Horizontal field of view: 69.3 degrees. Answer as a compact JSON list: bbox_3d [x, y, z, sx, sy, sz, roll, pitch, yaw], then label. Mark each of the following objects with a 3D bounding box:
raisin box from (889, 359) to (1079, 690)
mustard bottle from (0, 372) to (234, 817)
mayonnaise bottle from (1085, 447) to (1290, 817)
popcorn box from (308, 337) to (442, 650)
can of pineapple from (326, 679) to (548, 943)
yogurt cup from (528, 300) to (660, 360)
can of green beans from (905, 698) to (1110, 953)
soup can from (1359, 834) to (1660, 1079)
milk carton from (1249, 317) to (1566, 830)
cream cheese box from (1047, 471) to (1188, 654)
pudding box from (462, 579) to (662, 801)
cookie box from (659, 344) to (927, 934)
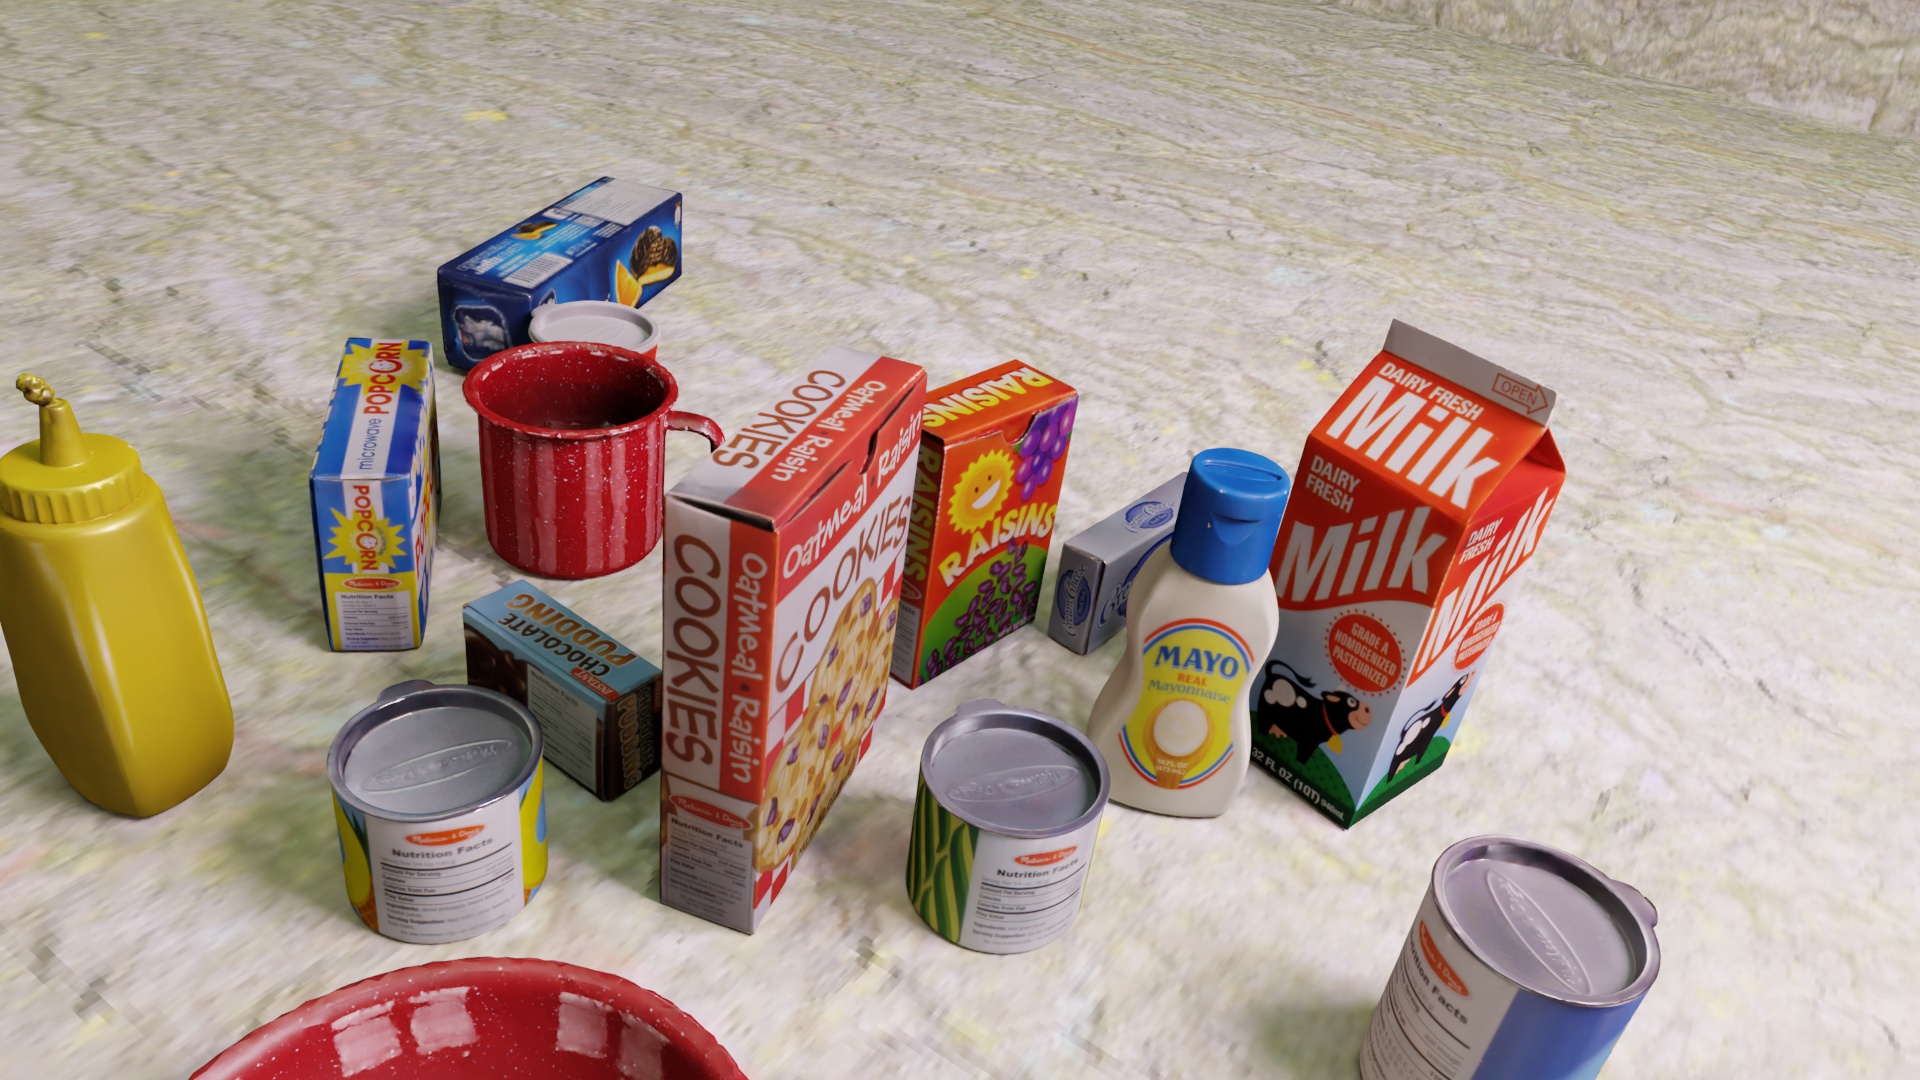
[{"bbox_3d":[0.002,-0.008,0.600,0.040,0.122,0.086,31,38,32],"label":"raisin box"},{"bbox_3d":[-0.283,0.017,0.458,0.065,0.159,0.049,21,34,20],"label":"mustard bottle"},{"bbox_3d":[0.089,0.037,0.526,0.065,0.147,0.041,11,32,3],"label":"mayonnaise bottle"},{"bbox_3d":[-0.249,-0.023,0.600,0.038,0.084,0.127,-1,33,-16],"label":"popcorn box"},{"bbox_3d":[-0.173,0.090,0.465,0.071,0.057,0.071,6,32,-4],"label":"can of pineapple"},{"bbox_3d":[-0.197,-0.092,0.751,0.072,0.053,0.073,6,32,-4],"label":"yogurt cup"},{"bbox_3d":[0.016,0.102,0.491,0.071,0.057,0.071,6,32,-4],"label":"can of green beans"},{"bbox_3d":[0.171,0.145,0.434,0.071,0.083,0.072,6,32,-4],"label":"soup can"},{"bbox_3d":[0.171,0.012,0.545,0.074,0.189,0.072,-20,41,-37],"label":"milk carton"},{"bbox_3d":[0.083,0.009,0.658,0.024,0.053,0.104,29,37,29],"label":"cream cheese box"},{"bbox_3d":[-0.153,0.056,0.531,0.084,0.049,0.030,27,36,27],"label":"pudding box"},{"bbox_3d":[-0.057,0.032,0.482,0.040,0.166,0.123,16,33,12],"label":"cookie box"}]
